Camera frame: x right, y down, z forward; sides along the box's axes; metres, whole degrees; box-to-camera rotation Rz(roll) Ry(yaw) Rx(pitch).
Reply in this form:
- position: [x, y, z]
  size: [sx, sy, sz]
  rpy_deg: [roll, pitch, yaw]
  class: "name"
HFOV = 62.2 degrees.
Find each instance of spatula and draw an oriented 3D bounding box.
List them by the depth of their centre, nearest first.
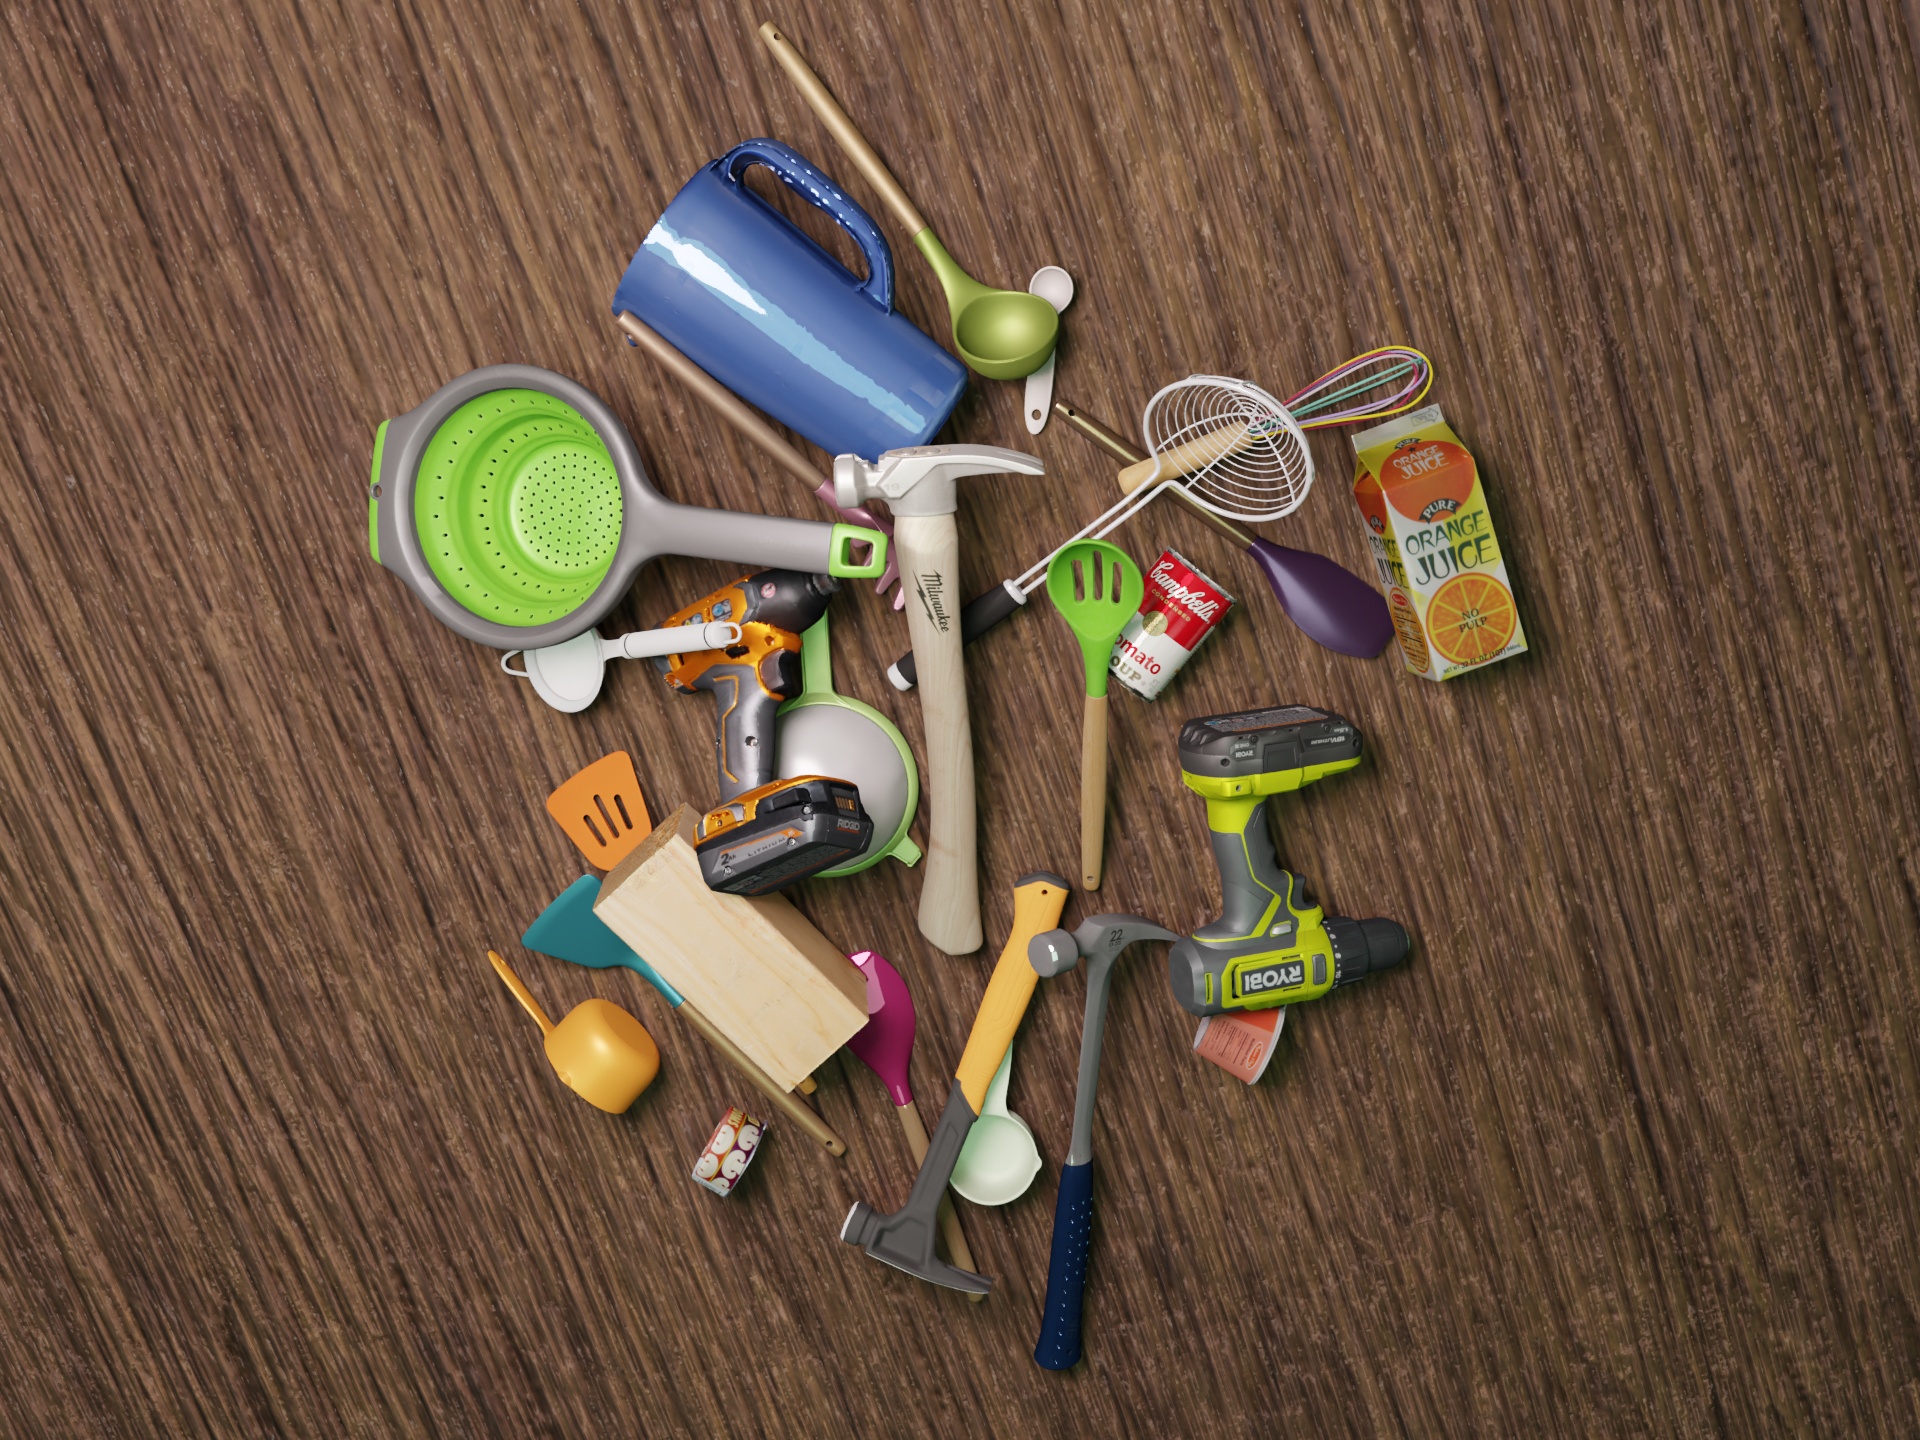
- position: [0.200, -0.148, 1.215]
  size: [0.316, 0.018, 0.060]
  rpy_deg: [35, 89, -5]
  class: "spatula"
- position: [-0.213, 0.174, 1.288]
  size: [0.081, 0.041, 0.322]
  rpy_deg: [-34, 102, 7]
  class: "spatula"
- position: [-0.211, 0.251, 1.291]
  size: [0.317, 0.044, 0.082]
  rpy_deg: [44, 97, -8]
  class: "spatula"

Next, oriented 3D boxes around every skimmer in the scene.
- position: [0.087, -0.118, 1.157]
  size: [0.363, 0.090, 0.127]
  rpy_deg: [-36, 113, 19]
  class: "skimmer"

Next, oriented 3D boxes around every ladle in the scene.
- position: [-0.042, -0.381, 1.156]
  size: [0.078, 0.062, 0.320]
  rpy_deg: [-39, 93, -17]
  class: "ladle"

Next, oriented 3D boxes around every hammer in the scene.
- position: [-0.002, -0.004, 1.188]
  size: [0.146, 0.038, 0.410]
  rpy_deg: [-3, 116, 2]
  class: "hammer"
- position: [0.021, 0.282, 1.266]
  size: [0.127, 0.034, 0.337]
  rpy_deg: [21, 91, 8]
  class: "hammer"
- position: [0.102, 0.343, 1.283]
  size: [0.144, 0.035, 0.405]
  rpy_deg: [-10, 112, -37]
  class: "hammer"

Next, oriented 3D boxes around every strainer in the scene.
- position: [-0.249, -0.054, 1.188]
  size: [0.258, 0.050, 0.087]
  rpy_deg: [-4, 98, 41]
  class: "strainer"
- position: [-0.111, 0.006, 1.228]
  size: [0.151, 0.069, 0.256]
  rpy_deg: [-2, 102, 2]
  class: "strainer"

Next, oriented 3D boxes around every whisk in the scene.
- position: [0.234, -0.218, 1.180]
  size: [0.245, 0.051, 0.047]
  rpy_deg: [-22, 101, 3]
  class: "whisk"

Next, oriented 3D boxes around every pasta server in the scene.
- position: [-0.127, -0.184, 1.160]
  size: [0.316, 0.060, 0.040]
  rpy_deg: [39, 63, -25]
  class: "pasta server"

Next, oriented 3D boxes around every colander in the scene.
- position: [-0.233, -0.145, 1.160]
  size: [0.397, 0.094, 0.204]
  rpy_deg: [9, 98, 14]
  class: "colander"

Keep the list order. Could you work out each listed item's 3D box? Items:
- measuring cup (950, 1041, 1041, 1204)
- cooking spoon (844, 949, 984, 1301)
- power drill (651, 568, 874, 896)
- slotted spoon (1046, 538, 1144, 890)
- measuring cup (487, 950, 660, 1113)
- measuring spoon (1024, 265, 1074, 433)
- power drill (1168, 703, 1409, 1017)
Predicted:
- position: [0.029, 0.309, 1.303]
  size: [0.083, 0.038, 0.167]
  rpy_deg: [4, 91, 2]
  class: "measuring cup"
- position: [-0.038, 0.339, 1.316]
  size: [0.069, 0.017, 0.319]
  rpy_deg: [-19, 99, 5]
  class: "cooking spoon"
- position: [-0.137, -0.002, 1.164]
  size: [0.164, 0.084, 0.227]
  rpy_deg: [-25, 67, 26]
  class: "power drill"
- position: [0.100, 0.001, 1.193]
  size: [0.070, 0.031, 0.313]
  rpy_deg: [6, 123, 12]
  class: "slotted spoon"
- position: [-0.311, 0.235, 1.281]
  size: [0.052, 0.095, 0.174]
  rpy_deg: [-44, 78, 3]
  class: "measuring cup"
- position: [0.065, -0.278, 1.198]
  size: [0.034, 0.018, 0.124]
  rpy_deg: [14, 109, 21]
  class: "measuring spoon"
- position: [0.254, 0.108, 1.228]
  size: [0.190, 0.080, 0.228]
  rpy_deg: [-8, 102, -14]
  class: "power drill"
